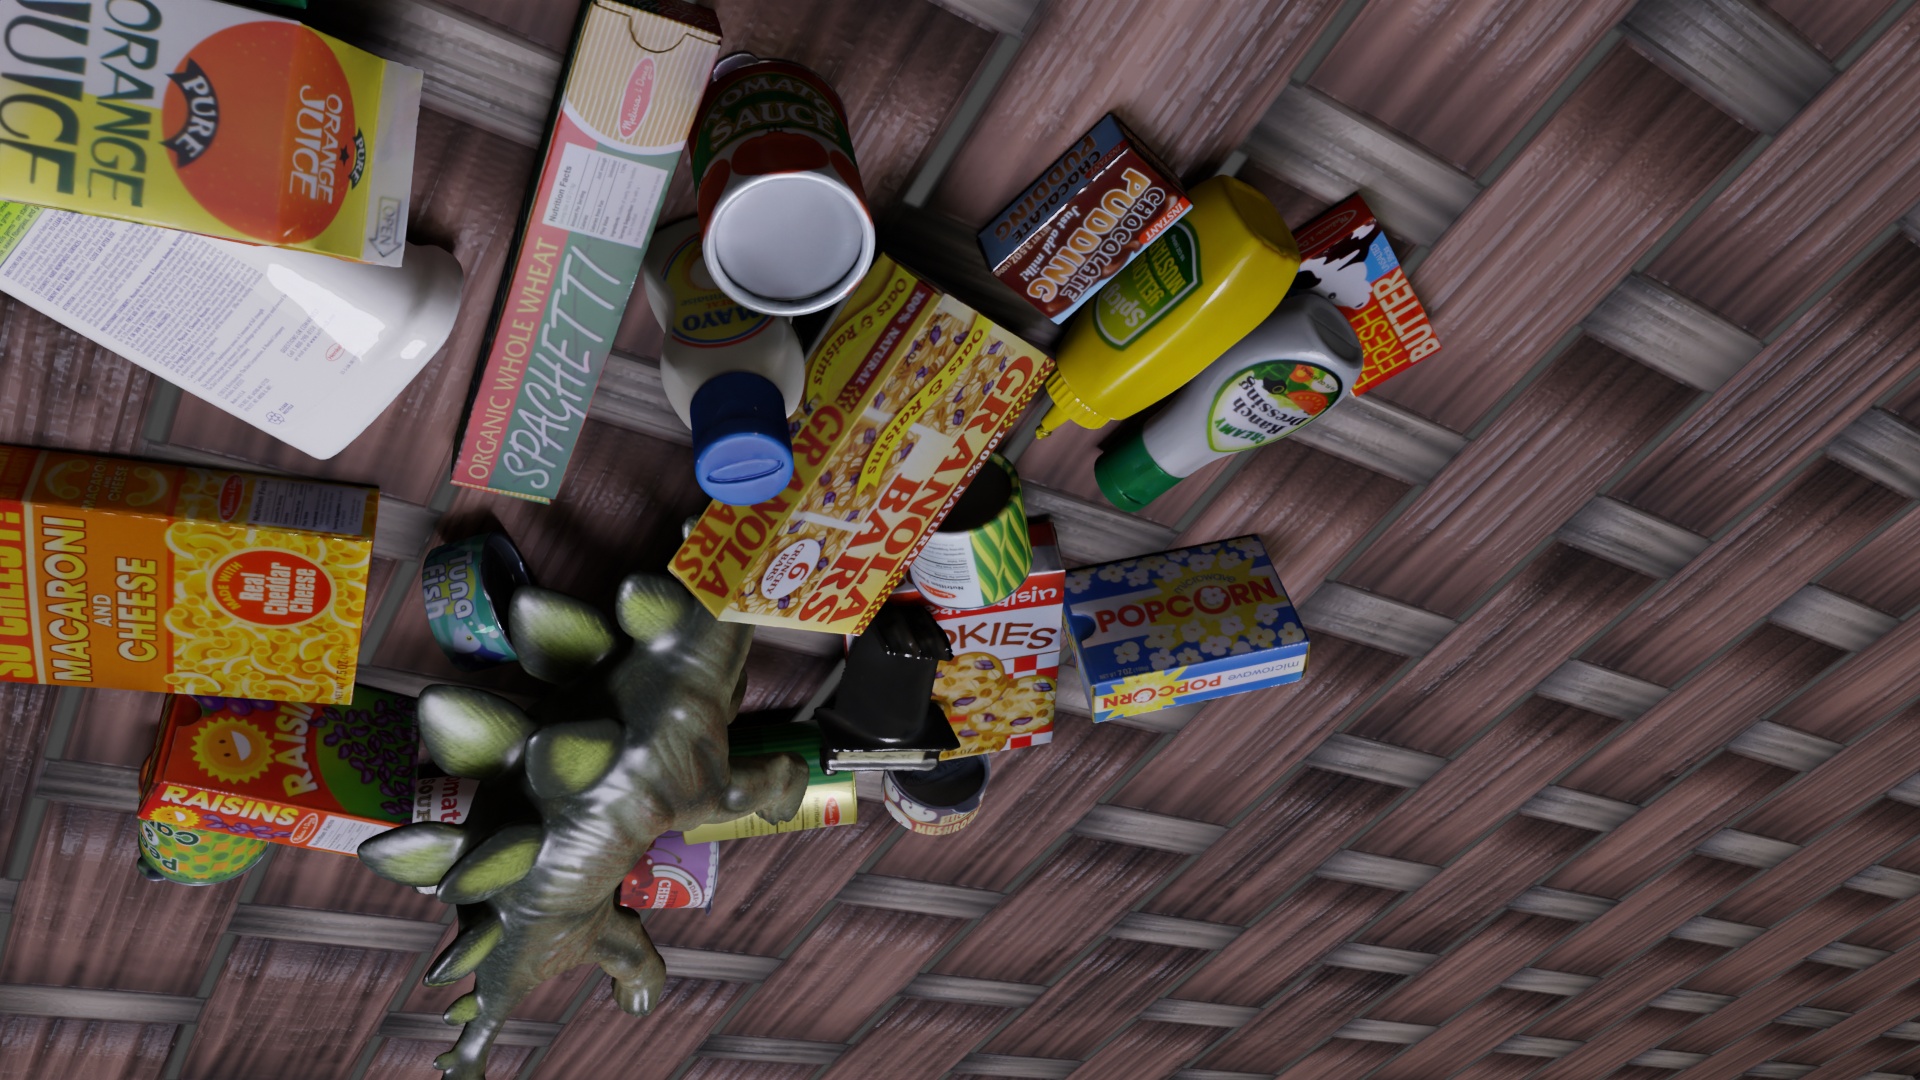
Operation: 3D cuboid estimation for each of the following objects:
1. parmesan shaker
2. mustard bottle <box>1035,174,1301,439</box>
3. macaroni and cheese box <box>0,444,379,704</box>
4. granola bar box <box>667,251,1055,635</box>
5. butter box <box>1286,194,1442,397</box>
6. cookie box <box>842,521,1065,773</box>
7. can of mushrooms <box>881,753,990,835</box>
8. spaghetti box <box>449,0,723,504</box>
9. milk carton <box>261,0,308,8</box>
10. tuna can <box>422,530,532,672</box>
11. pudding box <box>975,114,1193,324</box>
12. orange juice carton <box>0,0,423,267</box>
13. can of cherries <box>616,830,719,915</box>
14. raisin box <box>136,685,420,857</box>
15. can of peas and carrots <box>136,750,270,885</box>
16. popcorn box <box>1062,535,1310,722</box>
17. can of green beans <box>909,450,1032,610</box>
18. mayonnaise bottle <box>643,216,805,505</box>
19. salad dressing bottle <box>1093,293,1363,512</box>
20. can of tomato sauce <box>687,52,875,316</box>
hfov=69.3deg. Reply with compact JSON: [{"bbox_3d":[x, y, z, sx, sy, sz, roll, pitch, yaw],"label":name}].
[{"bbox_3d":[-0.118,0.142,0.839,0.103,0.071,0.071,-5,136,-10],"label":"parmesan shaker"},{"bbox_3d":[0.085,-0.096,0.651,0.049,0.065,0.159,17,132,-38],"label":"mustard bottle"},{"bbox_3d":[-0.371,0.021,0.658,0.167,0.040,0.123,7,132,-23],"label":"macaroni and cheese box"},{"bbox_3d":[-0.040,-0.036,0.623,0.165,0.039,0.124,-54,155,10],"label":"granola bar box"},{"bbox_3d":[0.196,-0.119,0.688,0.053,0.024,0.103,-31,134,18],"label":"butter box"},{"bbox_3d":[-0.006,0.065,0.810,0.123,0.040,0.166,-8,138,-7],"label":"cookie box"},{"bbox_3d":[-0.015,0.151,0.874,0.071,0.071,0.033,-2,137,-14],"label":"can of mushrooms"},{"bbox_3d":[-0.165,-0.114,0.585,0.050,0.029,0.248,11,131,-26],"label":"spaghetti box"},{"bbox_3d":[-0.217,-0.259,0.387,0.073,0.073,0.189,5,133,-20],"label":"milk carton"},{"bbox_3d":[-0.237,0.030,0.686,0.033,0.071,0.070,-15,137,1],"label":"tuna can"},{"bbox_3d":[0.055,-0.141,0.619,0.083,0.030,0.049,-39,133,24],"label":"pudding box"},{"bbox_3d":[-0.275,-0.139,0.440,0.193,0.073,0.071,6,97,-31],"label":"orange juice carton"},{"bbox_3d":[-0.187,0.201,0.876,0.058,0.072,0.071,5,133,-20],"label":"can of cherries"},{"bbox_3d":[-0.351,0.113,0.727,0.123,0.086,0.040,21,128,-33],"label":"raisin box"},{"bbox_3d":[-0.411,0.145,0.755,0.071,0.071,0.058,8,132,-23],"label":"can of peas and carrots"},{"bbox_3d":[0.125,0.049,0.797,0.127,0.085,0.038,-11,138,-5],"label":"popcorn box"},{"bbox_3d":[0.002,-0.007,0.717,0.071,0.071,0.057,-14,137,-2],"label":"can of green beans"},{"bbox_3d":[-0.092,-0.077,0.557,0.065,0.149,0.041,-11,136,-4],"label":"mayonnaise bottle"},{"bbox_3d":[0.129,-0.064,0.694,0.064,0.044,0.147,26,137,-29],"label":"salad dressing bottle"},{"bbox_3d":[-0.071,-0.140,0.545,0.071,0.083,0.070,-8,137,-8],"label":"can of tomato sauce"}]
